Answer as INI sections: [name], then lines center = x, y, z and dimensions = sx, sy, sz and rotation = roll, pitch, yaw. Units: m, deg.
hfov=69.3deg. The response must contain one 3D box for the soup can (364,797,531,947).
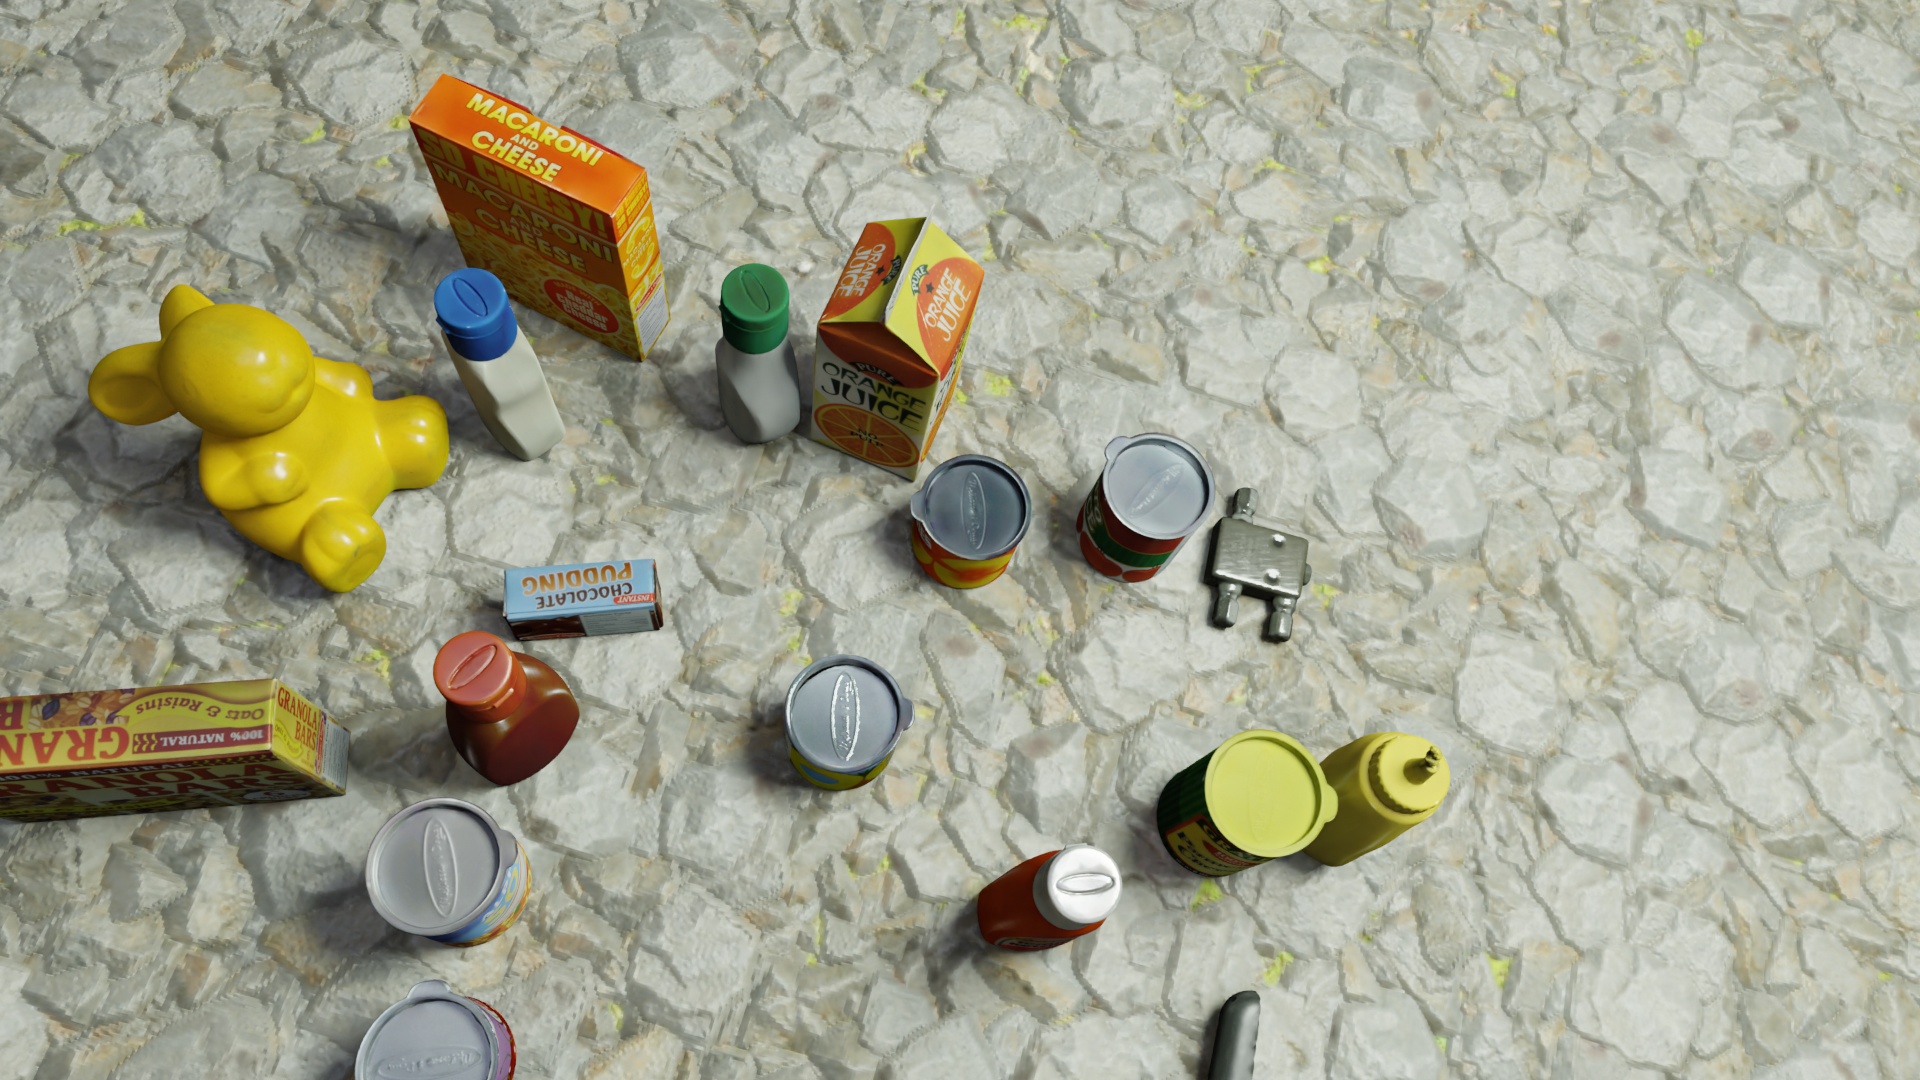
[soup can]
center = -0.257, 0.171, 0.712
dimensions = 0.071, 0.083, 0.071
rotation = 3, 69, -7

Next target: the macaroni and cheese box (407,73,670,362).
[macaroni and cheese box]
center = -0.237, -0.182, 0.804
dimensions = 0.124, 0.165, 0.040
rotation = 26, 69, 3

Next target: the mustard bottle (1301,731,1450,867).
[mustard bottle]
center = 0.223, 0.135, 0.748
dimensions = 0.049, 0.159, 0.065
rotation = 39, 70, 8

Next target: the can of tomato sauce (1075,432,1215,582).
[can of tomato sauce]
center = 0.107, -0.019, 0.833
dimensions = 0.071, 0.082, 0.071
rotation = 3, 69, -7

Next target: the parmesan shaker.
[parmesan shaker]
center = 0.155, 0.148, 0.765
dimensions = 0.071, 0.102, 0.071
rotation = 2, 69, -7

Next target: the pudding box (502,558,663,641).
[pudding box]
center = -0.213, 0.034, 0.788
dimensions = 0.084, 0.049, 0.030
rotation = -5, 70, -9

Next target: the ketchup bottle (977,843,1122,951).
[ketchup bottle]
center = 0.048, 0.183, 0.713
dimensions = 0.065, 0.148, 0.043
rotation = -3, 70, -9

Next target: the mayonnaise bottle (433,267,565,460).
[mayonnaise bottle]
center = -0.260, -0.099, 0.780
dimensions = 0.041, 0.147, 0.065
rotation = -38, 79, -18

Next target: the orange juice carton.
[orange juice carton]
center = -0.037, -0.112, 0.790
dimensions = 0.073, 0.192, 0.072
rotation = 22, 69, 1

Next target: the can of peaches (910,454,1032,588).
[can of peaches]
center = 0.003, -0.010, 0.829
dimensions = 0.071, 0.058, 0.071
rotation = 3, 69, -7

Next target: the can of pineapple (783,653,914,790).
[can of pineapple]
center = -0.064, 0.103, 0.777
dimensions = 0.071, 0.057, 0.071
rotation = 3, 69, -7

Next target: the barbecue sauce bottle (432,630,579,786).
[barbecue sauce bottle]
center = -0.235, 0.084, 0.713
dimensions = 0.044, 0.148, 0.065
rotation = 42, 70, 8

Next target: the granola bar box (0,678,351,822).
[granola bar box]
center = -0.409, 0.108, 0.694
dimensions = 0.166, 0.123, 0.039
rotation = -4, 70, -9

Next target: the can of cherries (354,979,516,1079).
[can of cherries]
center = -0.259, 0.258, 0.692
dimensions = 0.071, 0.058, 0.072
rotation = 3, 69, -7

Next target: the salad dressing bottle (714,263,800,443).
[salad dressing bottle]
center = -0.117, -0.106, 0.801
dimensions = 0.044, 0.147, 0.064
rotation = -26, 75, -16
